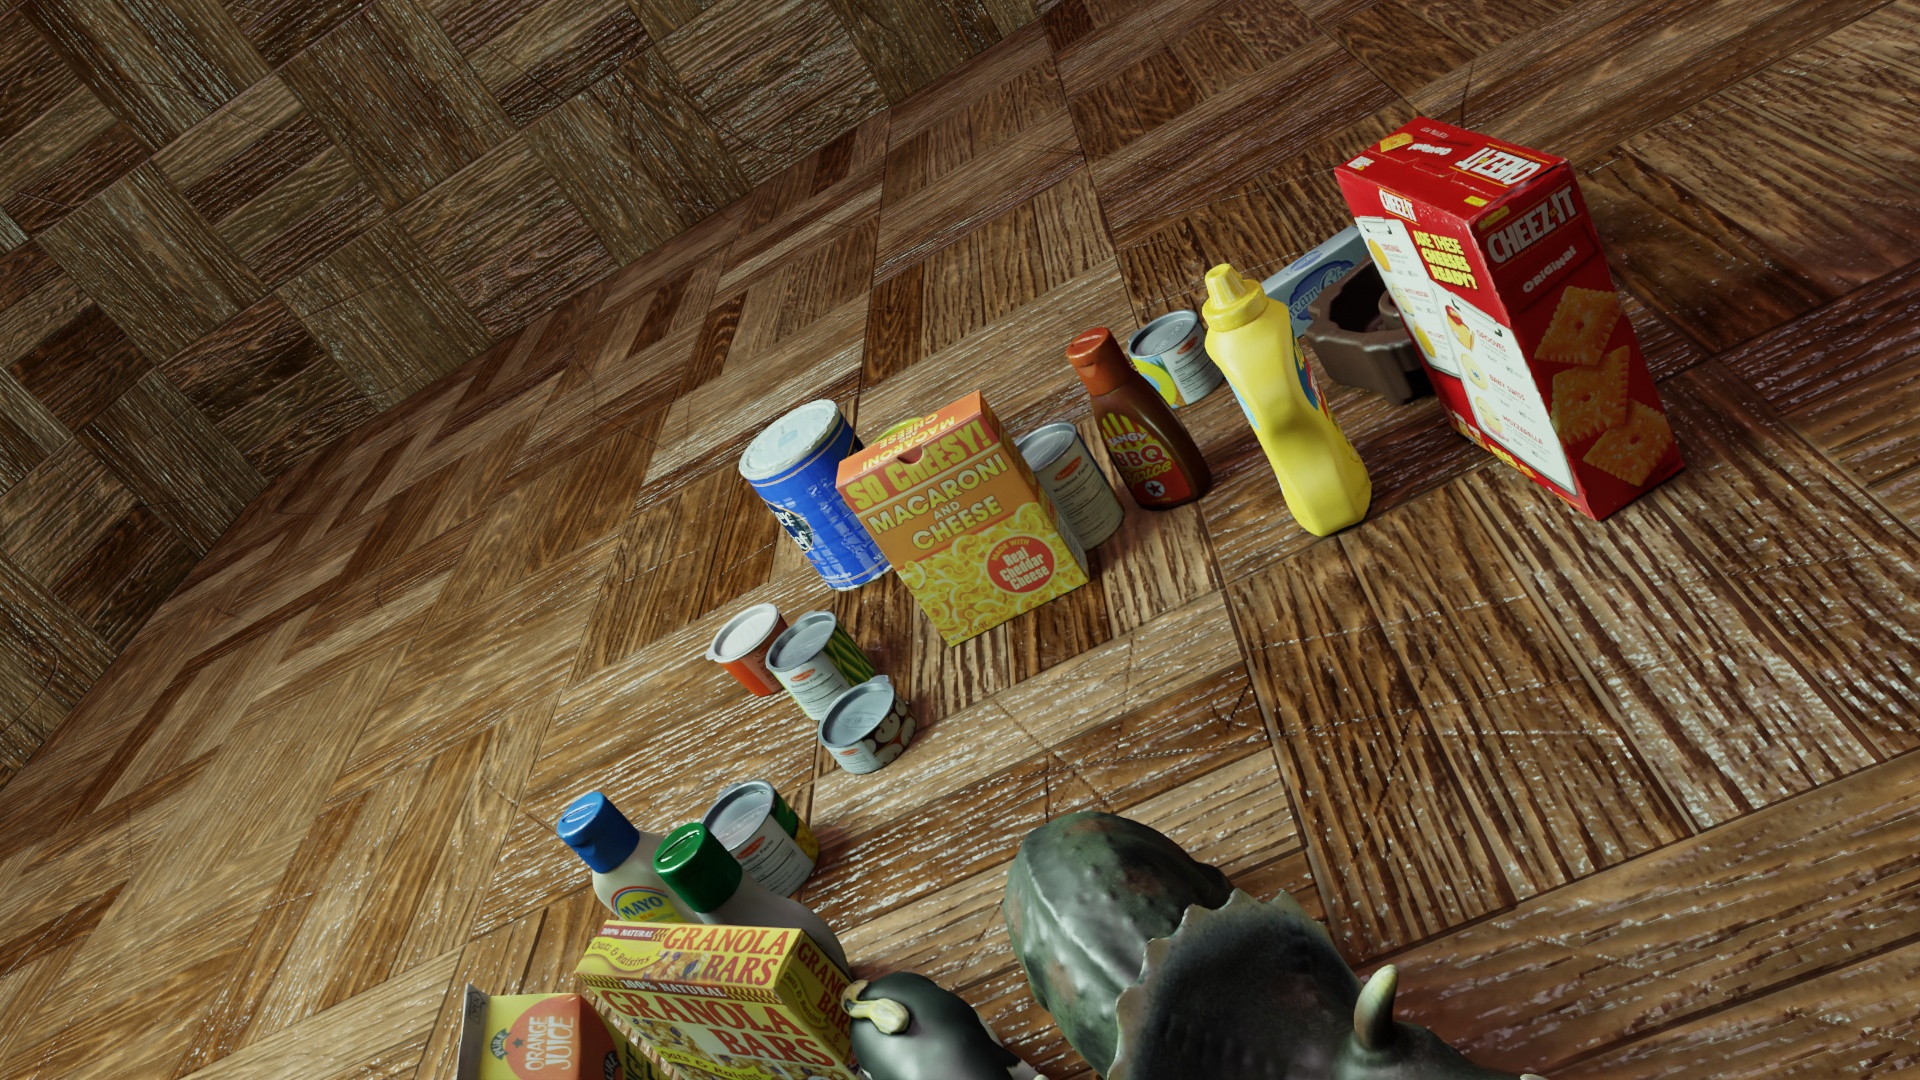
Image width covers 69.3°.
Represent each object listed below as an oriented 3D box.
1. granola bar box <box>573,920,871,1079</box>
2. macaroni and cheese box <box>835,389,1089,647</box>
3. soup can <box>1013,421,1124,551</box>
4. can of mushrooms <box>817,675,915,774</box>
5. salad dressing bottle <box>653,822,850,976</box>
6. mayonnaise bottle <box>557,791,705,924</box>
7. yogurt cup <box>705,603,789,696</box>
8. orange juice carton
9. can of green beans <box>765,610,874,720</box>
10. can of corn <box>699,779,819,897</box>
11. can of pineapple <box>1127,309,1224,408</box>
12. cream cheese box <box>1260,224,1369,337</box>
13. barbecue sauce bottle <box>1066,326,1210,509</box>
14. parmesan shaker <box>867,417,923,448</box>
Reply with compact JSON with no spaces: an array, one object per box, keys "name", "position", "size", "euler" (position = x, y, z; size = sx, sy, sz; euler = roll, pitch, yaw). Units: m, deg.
[{"name":"granola bar box","position":[-0.117,0.262,0.766],"size":[0.165,0.124,0.039],"euler":[-11,35,38]},{"name":"macaroni and cheese box","position":[0.004,-0.013,1.035],"size":[0.123,0.166,0.040],"euler":[-27,28,15]},{"name":"soup can","position":[0.080,-0.041,1.088],"size":[0.071,0.083,0.072],"euler":[-26,28,15]},{"name":"can of mushrooms","position":[-0.067,0.135,1.018],"size":[0.071,0.033,0.071],"euler":[-26,28,15]},{"name":"salad dressing bottle","position":[-0.121,0.224,0.806],"size":[0.064,0.147,0.044],"euler":[-35,27,0]},{"name":"mayonnaise bottle","position":[-0.200,0.224,0.894],"size":[0.064,0.147,0.041],"euler":[-24,29,20]},{"name":"yogurt cup","position":[-0.168,0.094,1.174],"size":[0.072,0.053,0.073],"euler":[-26,28,15]},{"name":"orange juice carton","position":[-0.189,0.304,0.703],"size":[0.073,0.192,0.072],"euler":[-33,27,3]},{"name":"can of green beans","position":[-0.110,0.099,1.098],"size":[0.071,0.057,0.071],"euler":[-26,28,15]},{"name":"can of corn","position":[-0.140,0.207,0.954],"size":[0.071,0.058,0.071],"euler":[-26,28,15]},{"name":"can of pineapple","position":[0.184,-0.155,1.186],"size":[0.071,0.057,0.071],"euler":[-26,28,15]},{"name":"cream cheese box","position":[0.297,-0.212,1.158],"size":[0.104,0.053,0.024],"euler":[-33,27,3]},{"name":"barbecue sauce bottle","position":[0.130,-0.091,1.042],"size":[0.065,0.148,0.044],"euler":[-9,37,41]},{"name":"parmesan shaker","position":[-0.032,-0.045,1.196],"size":[0.071,0.102,0.071],"euler":[-27,28,15]}]
